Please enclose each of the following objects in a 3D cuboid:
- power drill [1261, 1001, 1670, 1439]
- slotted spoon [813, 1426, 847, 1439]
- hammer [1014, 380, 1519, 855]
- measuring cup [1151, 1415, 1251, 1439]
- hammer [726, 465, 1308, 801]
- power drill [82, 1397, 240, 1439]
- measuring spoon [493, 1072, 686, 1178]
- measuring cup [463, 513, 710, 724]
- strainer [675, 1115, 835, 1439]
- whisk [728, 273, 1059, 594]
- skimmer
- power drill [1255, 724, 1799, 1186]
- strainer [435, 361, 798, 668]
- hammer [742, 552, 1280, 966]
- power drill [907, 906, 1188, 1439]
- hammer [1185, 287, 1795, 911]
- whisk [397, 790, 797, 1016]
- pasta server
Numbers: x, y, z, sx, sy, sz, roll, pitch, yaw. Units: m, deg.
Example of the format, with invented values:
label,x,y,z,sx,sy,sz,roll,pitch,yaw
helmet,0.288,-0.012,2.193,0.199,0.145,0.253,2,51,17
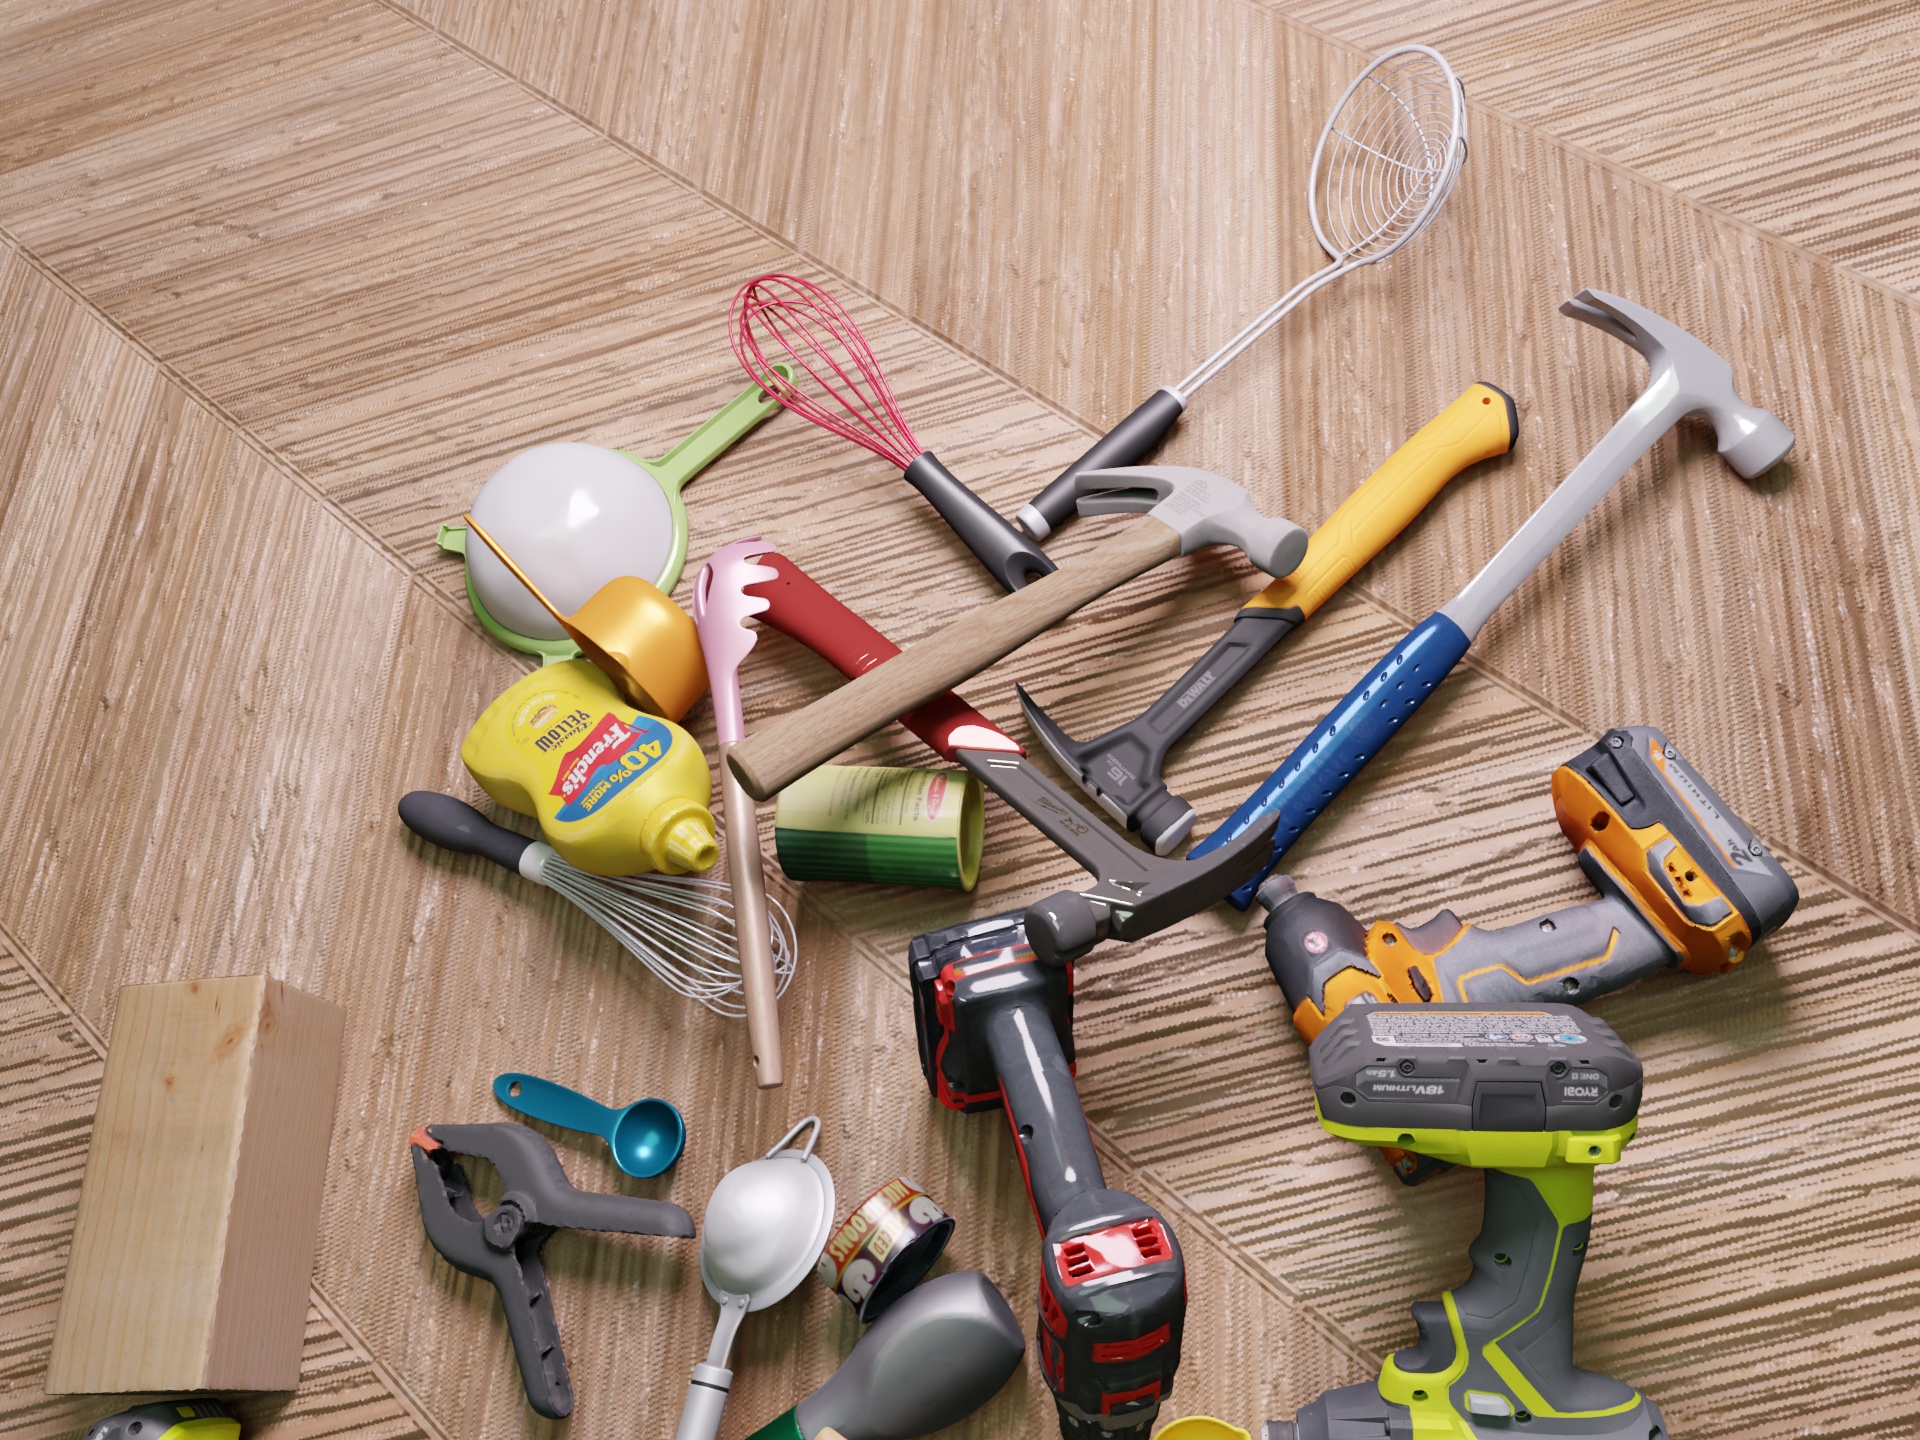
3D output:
label,x,y,z,sx,sy,sz,roll,pitch,yaw
power drill,0.217,0.243,0.697,0.171,0.080,0.223,-2,96,9
slotted spoon,0.057,0.420,0.698,0.314,0.031,0.070,35,93,15
hammer,0.187,-0.079,0.905,0.337,0.034,0.127,-43,67,-8
measuring cup,0.147,0.384,0.721,0.157,0.029,0.062,41,80,21
hammer,0.022,-0.051,0.849,0.331,0.031,0.130,-30,45,-22
power drill,-0.340,0.434,0.772,0.228,0.080,0.190,28,76,18
measuring spoon,-0.202,0.217,0.872,0.129,0.021,0.042,12,71,26
measuring cup,-0.213,-0.073,0.935,0.173,0.095,0.052,45,76,-2
strainer,-0.119,0.313,0.777,0.087,0.050,0.259,-9,56,37
whisk,-0.038,-0.168,0.965,0.073,0.073,0.296,-42,77,-8
skimmer,0.160,-0.255,0.955,0.363,0.090,0.127,-41,33,-5
power drill,0.267,0.101,0.788,0.226,0.084,0.164,-34,65,1
strainer,-0.211,-0.153,0.998,0.256,0.069,0.152,-40,65,-5
hammer,-0.001,-0.003,0.863,0.149,0.036,0.359,-21,42,-31
power drill,0.043,0.221,0.746,0.080,0.187,0.227,-13,45,-9
hammer,0.270,-0.062,0.863,0.144,0.035,0.405,44,84,0
whisk,-0.213,0.092,0.906,0.285,0.070,0.070,20,72,23
pasta server,-0.113,0.040,0.857,0.040,0.060,0.316,5,63,-32
